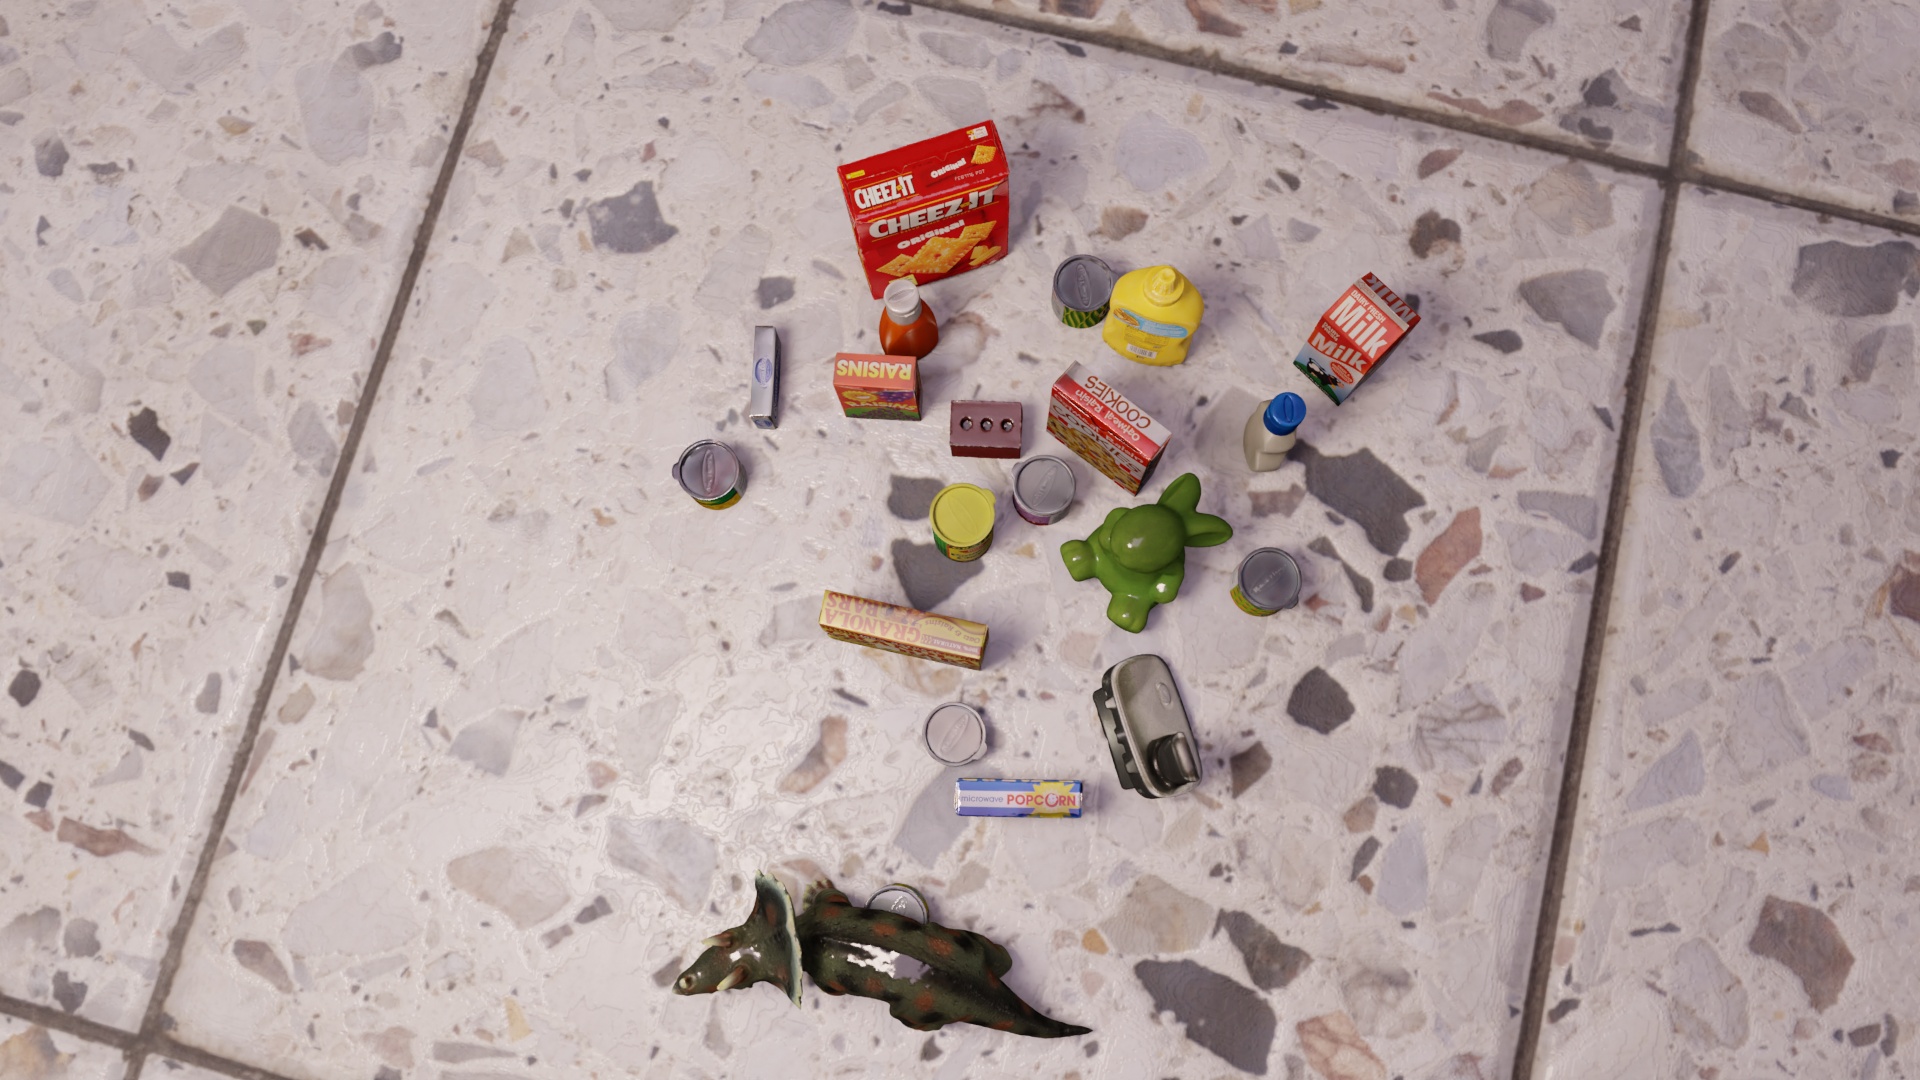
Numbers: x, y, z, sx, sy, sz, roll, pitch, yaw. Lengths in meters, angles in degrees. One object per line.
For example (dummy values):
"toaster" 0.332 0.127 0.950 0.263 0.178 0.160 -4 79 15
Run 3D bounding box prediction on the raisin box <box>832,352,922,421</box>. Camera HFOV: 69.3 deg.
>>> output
"raisin box" -0.086 -0.161 1.471 0.086 0.123 0.040 4 79 2

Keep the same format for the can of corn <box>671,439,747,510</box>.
"can of corn" -0.268 -0.069 1.490 0.071 0.058 0.071 0 79 1

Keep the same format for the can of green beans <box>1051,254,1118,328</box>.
"can of green beans" 0.133 -0.272 1.523 0.071 0.057 0.071 0 79 1

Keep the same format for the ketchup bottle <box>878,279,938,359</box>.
"ketchup bottle" -0.057 -0.232 1.472 0.065 0.148 0.043 -26 80 -4

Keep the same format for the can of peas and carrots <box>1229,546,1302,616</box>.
"can of peas and carrots" 0.320 0.046 1.455 0.071 0.058 0.071 0 79 1

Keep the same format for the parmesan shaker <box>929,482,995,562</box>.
"parmesan shaker" 0.005 -0.018 1.451 0.071 0.103 0.071 0 79 1

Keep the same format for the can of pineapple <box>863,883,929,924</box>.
"can of pineapple" -0.064 0.380 1.395 0.071 0.057 0.071 0 79 1

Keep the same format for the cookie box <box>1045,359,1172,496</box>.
"cookie box" 0.150 -0.112 1.435 0.123 0.167 0.040 38 82 8

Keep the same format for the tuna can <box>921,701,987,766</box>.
"tuna can" -0.004 0.203 1.443 0.071 0.032 0.071 0 79 1

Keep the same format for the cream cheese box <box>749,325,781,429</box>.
"cream cheese box" -0.212 -0.177 1.513 0.024 0.053 0.104 1 79 1

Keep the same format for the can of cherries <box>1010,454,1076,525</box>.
"can of cherries" 0.086 -0.054 1.480 0.071 0.058 0.071 0 79 1

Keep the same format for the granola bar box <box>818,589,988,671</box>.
"granola bar box" -0.055 0.094 1.419 0.166 0.124 0.039 12 80 4

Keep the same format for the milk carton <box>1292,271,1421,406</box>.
"milk carton" 0.412 -0.213 1.438 0.073 0.190 0.072 -43 81 -6

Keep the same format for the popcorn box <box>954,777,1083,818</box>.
"popcorn box" 0.058 0.260 1.403 0.127 0.085 0.038 1 79 1

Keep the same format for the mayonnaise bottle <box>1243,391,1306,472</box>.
"mayonnaise bottle" 0.326 -0.116 1.442 0.041 0.148 0.065 -3 79 1
